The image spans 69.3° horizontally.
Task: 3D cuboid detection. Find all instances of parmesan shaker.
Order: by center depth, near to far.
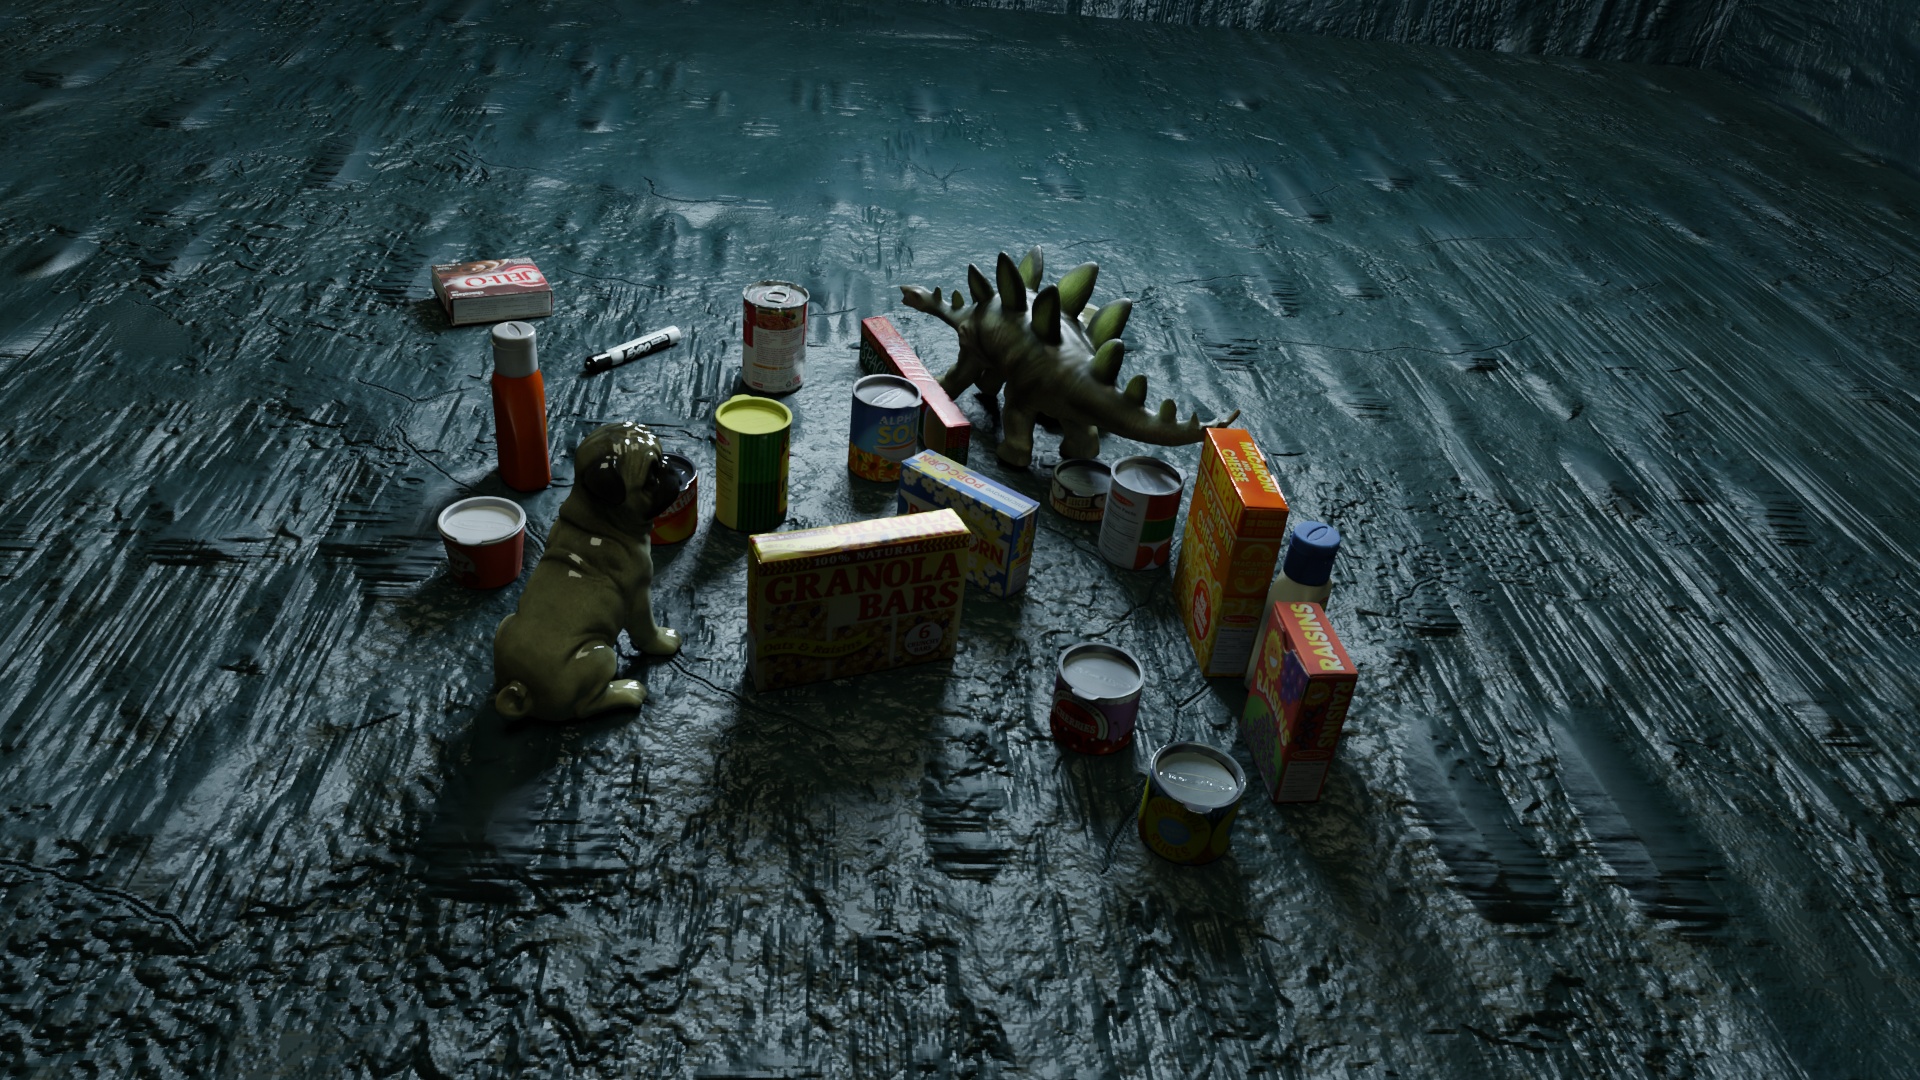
[{"bbox_3d":[-0.186,-0.069,1.240,0.071,0.102,0.072,5,34,-3],"label":"parmesan shaker"}]

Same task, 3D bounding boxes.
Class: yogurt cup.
[{"bbox_3d":[-0.391,0.003,1.140,0.072,0.053,0.073,5,34,-3],"label":"yogurt cup"}]

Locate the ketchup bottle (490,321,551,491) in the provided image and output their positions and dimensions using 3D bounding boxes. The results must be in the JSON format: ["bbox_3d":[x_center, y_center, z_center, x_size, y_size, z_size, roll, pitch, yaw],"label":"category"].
[{"bbox_3d":[-0.394,-0.121,1.239,0.044,0.148,0.065,-15,39,-29],"label":"ketchup bottle"}]

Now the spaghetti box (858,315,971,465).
[{"bbox_3d":[-0.051,-0.159,1.446,0.029,0.049,0.251,-9,37,-22],"label":"spaghetti box"}]

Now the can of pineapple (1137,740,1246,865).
[{"bbox_3d":[0.159,0.184,0.967,0.071,0.057,0.071,5,34,-3],"label":"can of pineapple"}]

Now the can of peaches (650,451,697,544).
[{"bbox_3d":[-0.263,-0.036,1.218,0.071,0.057,0.071,5,34,-3],"label":"can of peaches"}]

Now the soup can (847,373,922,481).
[{"bbox_3d":[-0.071,-0.107,1.334,0.071,0.083,0.072,5,34,-3],"label":"soup can"}]

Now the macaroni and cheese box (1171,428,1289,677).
[{"bbox_3d":[0.219,0.009,1.140,0.040,0.165,0.124,2,34,-8],"label":"macaroni and cheese box"}]

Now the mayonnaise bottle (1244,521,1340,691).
[{"bbox_3d":[0.264,0.056,1.096,0.041,0.147,0.065,30,40,31],"label":"mayonnaise bottle"}]

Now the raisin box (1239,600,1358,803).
[{"bbox_3d":[0.246,0.119,1.021,0.040,0.122,0.086,1,34,-8],"label":"raisin box"}]

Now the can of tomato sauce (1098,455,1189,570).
[{"bbox_3d":[0.164,-0.025,1.256,0.071,0.082,0.071,5,34,-3],"label":"can of tomato sauce"}]

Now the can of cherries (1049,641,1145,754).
[{"bbox_3d":[0.101,0.120,1.050,0.071,0.058,0.072,5,34,-3],"label":"can of cherries"}]

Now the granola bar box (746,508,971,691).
[{"bbox_3d":[-0.081,0.045,1.071,0.166,0.123,0.039,-8,36,-21],"label":"granola bar box"}]

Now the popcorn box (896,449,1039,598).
[{"bbox_3d":[0.004,-0.015,1.211,0.127,0.084,0.038,27,39,28],"label":"popcorn box"}]

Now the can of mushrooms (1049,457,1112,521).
[{"bbox_3d":[0.119,-0.048,1.326,0.071,0.033,0.071,5,34,-3],"label":"can of mushrooms"}]
